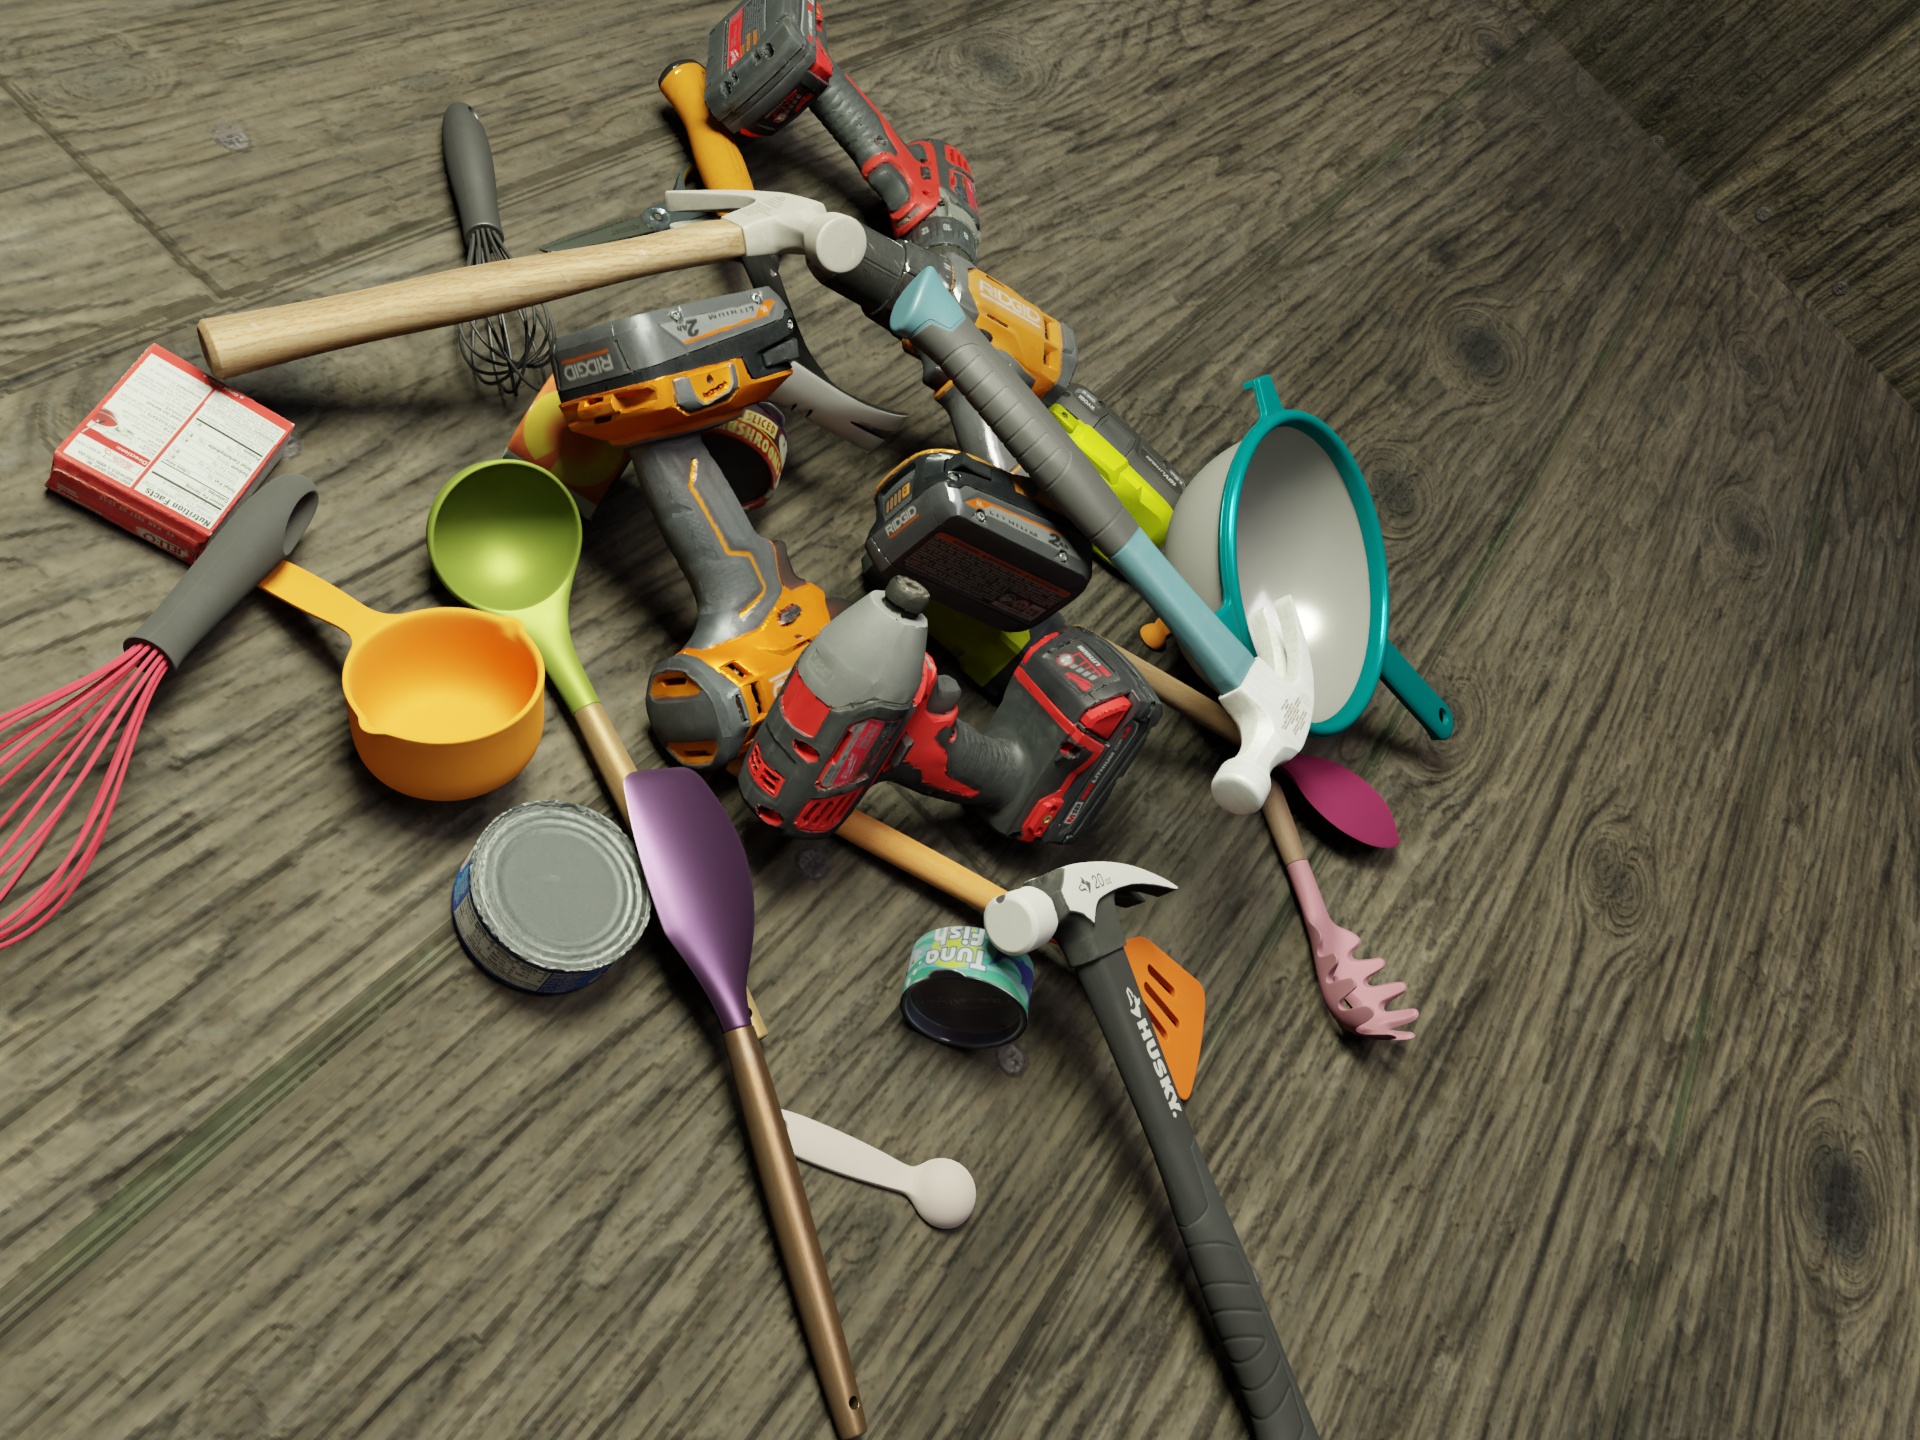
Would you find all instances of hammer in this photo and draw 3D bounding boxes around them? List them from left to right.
[{"bbox_3d":[-0.223,-0.231,0.831,0.331,0.031,0.130,-21,35,-26],"label":"hammer"},{"bbox_3d":[-0.131,-0.312,1.015,0.127,0.034,0.337,21,38,-47],"label":"hammer"},{"bbox_3d":[0.079,-0.107,0.864,0.331,0.033,0.128,48,50,-11],"label":"hammer"},{"bbox_3d":[0.118,0.231,0.818,0.146,0.035,0.335,-11,77,-56],"label":"hammer"}]

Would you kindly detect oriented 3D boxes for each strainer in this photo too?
[{"bbox_3d":[0.232,-0.064,1.089,0.340,0.095,0.211,36,60,-43],"label":"strainer"}]

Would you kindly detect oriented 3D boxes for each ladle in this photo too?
[{"bbox_3d":[-0.172,0.013,0.784,0.078,0.062,0.320,-25,79,-23],"label":"ladle"}]

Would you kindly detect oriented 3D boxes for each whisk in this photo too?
[{"bbox_3d":[-0.349,-0.013,0.662,0.073,0.073,0.296,33,44,-14],"label":"whisk"},{"bbox_3d":[-0.275,-0.280,0.926,0.055,0.055,0.239,4,53,-35],"label":"whisk"}]

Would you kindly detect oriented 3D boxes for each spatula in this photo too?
[{"bbox_3d":[-0.094,0.167,0.734,0.059,0.018,0.316,-3,68,-44],"label":"spatula"},{"bbox_3d":[0.011,0.103,0.881,0.322,0.041,0.081,29,45,-11],"label":"spatula"}]

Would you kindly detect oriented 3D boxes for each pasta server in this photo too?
[{"bbox_3d":[0.219,0.067,1.051,0.060,0.040,0.316,12,51,-43],"label":"pasta server"}]

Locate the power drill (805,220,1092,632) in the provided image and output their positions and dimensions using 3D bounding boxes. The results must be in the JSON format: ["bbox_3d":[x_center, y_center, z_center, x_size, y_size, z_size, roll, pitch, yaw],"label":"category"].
[{"bbox_3d":[-0.009,-0.182,0.921,0.185,0.084,0.226,22,51,-33],"label":"power drill"}]

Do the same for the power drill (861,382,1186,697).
[{"bbox_3d":[0.055,-0.108,1.030,0.171,0.080,0.223,41,48,-5],"label":"power drill"}]

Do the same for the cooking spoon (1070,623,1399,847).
[{"bbox_3d":[0.186,0.010,1.032,0.318,0.017,0.069,27,38,-32],"label":"cooking spoon"}]

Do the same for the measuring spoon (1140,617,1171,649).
[{"bbox_3d":[0.160,-0.081,1.131,0.021,0.011,0.117,48,44,2],"label":"measuring spoon"}]

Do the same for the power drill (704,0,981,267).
[{"bbox_3d":[-0.067,-0.385,1.096,0.226,0.080,0.188,36,35,-38],"label":"power drill"}]

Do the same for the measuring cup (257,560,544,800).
[{"bbox_3d":[-0.272,-0.024,0.747,0.174,0.052,0.095,28,47,17],"label":"measuring cup"}]

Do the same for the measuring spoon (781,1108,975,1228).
[{"bbox_3d":[-0.044,0.210,0.764,0.124,0.018,0.034,27,47,-18],"label":"measuring spoon"}]

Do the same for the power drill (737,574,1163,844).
[{"bbox_3d":[-0.001,-0.003,0.842,0.219,0.143,0.079,6,33,-45],"label":"power drill"}]

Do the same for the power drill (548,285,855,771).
[{"bbox_3d":[-0.115,-0.106,0.843,0.164,0.084,0.226,-31,112,-48],"label":"power drill"}]
